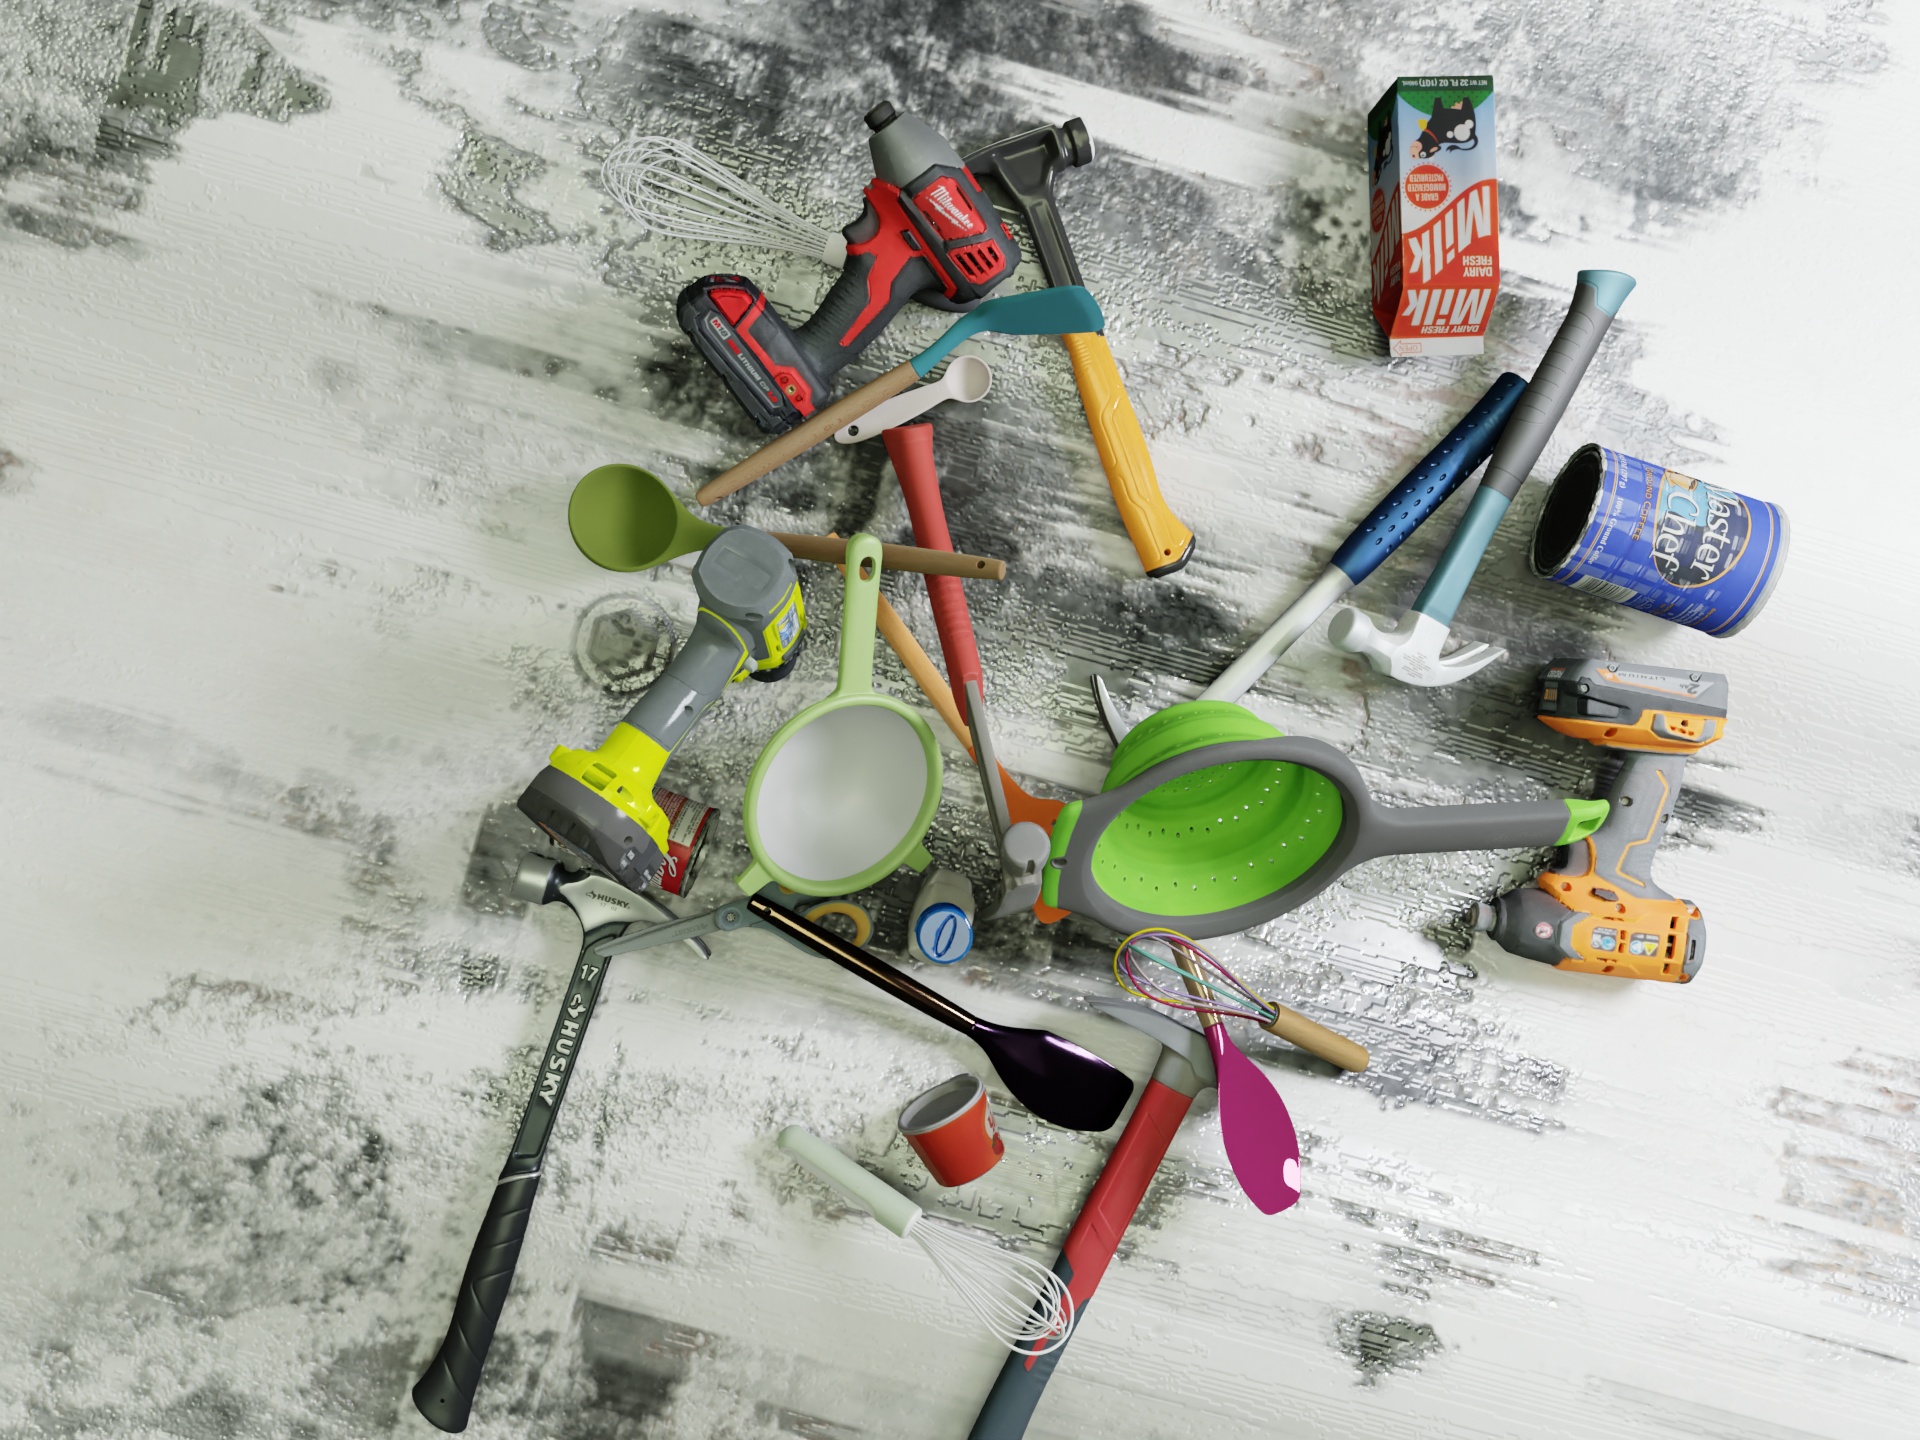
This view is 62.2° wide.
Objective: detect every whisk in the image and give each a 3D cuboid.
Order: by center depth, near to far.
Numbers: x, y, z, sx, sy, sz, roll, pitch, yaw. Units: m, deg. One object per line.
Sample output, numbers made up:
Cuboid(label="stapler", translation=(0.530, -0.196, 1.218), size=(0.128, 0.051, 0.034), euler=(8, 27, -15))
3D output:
Cuboid(label="whisk", translation=(0.198, 0.202, 1.115), size=(0.244, 0.051, 0.047), euler=(29, 74, -28))
Cuboid(label="whisk", translation=(-0.028, 0.359, 1.117), size=(0.246, 0.057, 0.059), euler=(30, 60, 16))
Cuboid(label="whisk", translation=(-0.120, -0.348, 1.143), size=(0.284, 0.070, 0.070), euler=(19, 89, -7))

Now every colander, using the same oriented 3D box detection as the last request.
Cuboid(label="colander", translation=(0.244, 0.050, 1.086), size=(0.397, 0.204, 0.095), euler=(-2, 47, -10))

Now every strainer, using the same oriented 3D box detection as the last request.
Cuboid(label="strainer", translation=(-0.087, -0.008, 1.093), size=(0.151, 0.069, 0.256), euler=(-5, 111, -30))

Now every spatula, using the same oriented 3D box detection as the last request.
Cuboid(label="spatula", translation=(-0.050, -0.227, 1.125), size=(0.317, 0.082, 0.044), euler=(-29, 77, 11))
Cuboid(label="spatula", translation=(-0.016, 0.209, 1.143), size=(0.315, 0.018, 0.060), euler=(32, 89, -9))
Cuboid(label="spatula", translation=(-0.002, -0.004, 1.149), size=(0.081, 0.041, 0.322), euler=(-35, 90, -9))

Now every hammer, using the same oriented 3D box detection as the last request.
Cuboid(label="hammer", translation=(-0.001, -0.044, 1.104), size=(0.036, 0.149, 0.359), euler=(-10, 70, -9))
Cuboid(label="hammer", translation=(-0.304, 0.309, 1.138), size=(0.149, 0.036, 0.409), euler=(18, 89, -3))
Cuboid(label="hammer", translation=(0.389, -0.175, 1.139), size=(0.128, 0.033, 0.331), euler=(26, 93, -25))
Cuboid(label="hammer", translation=(0.071, 0.390, 1.143), size=(0.143, 0.038, 0.386), euler=(27, 89, -9))
Cuboid(label="hammer", translation=(0.088, -0.262, 1.159), size=(0.127, 0.034, 0.337), euler=(-20, 90, -3))
Cuboid(label="hammer", translation=(0.268, -0.104, 1.164), size=(0.144, 0.035, 0.405), euler=(45, 88, -1))

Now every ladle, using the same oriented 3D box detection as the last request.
Cuboid(label="ladle", translation=(-0.124, -0.124, 1.088), size=(0.320, 0.062, 0.078), euler=(9, 78, 20))

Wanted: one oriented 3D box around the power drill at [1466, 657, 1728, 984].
Cuboid(label="power drill", translation=(0.459, 0.071, 1.149), size=(0.164, 0.084, 0.226), euler=(6, 93, -1))

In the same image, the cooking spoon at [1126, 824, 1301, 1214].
Cuboid(label="cooking spoon", translation=(0.170, 0.192, 1.133), size=(0.068, 0.017, 0.319), euler=(-10, 75, -37))

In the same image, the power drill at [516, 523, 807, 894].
Cuboid(label="power drill", translation=(-0.180, -0.004, 1.050), size=(0.080, 0.190, 0.228), euler=(32, 76, 7))

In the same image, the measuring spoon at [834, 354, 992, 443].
Cuboid(label="measuring spoon", translation=(-0.035, -0.231, 1.166), size=(0.124, 0.018, 0.034), euler=(-23, 91, 4))

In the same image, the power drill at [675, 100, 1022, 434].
Cuboid(label="power drill", translation=(-0.082, -0.312, 1.096), size=(0.219, 0.079, 0.143), euler=(-34, 113, 8))
